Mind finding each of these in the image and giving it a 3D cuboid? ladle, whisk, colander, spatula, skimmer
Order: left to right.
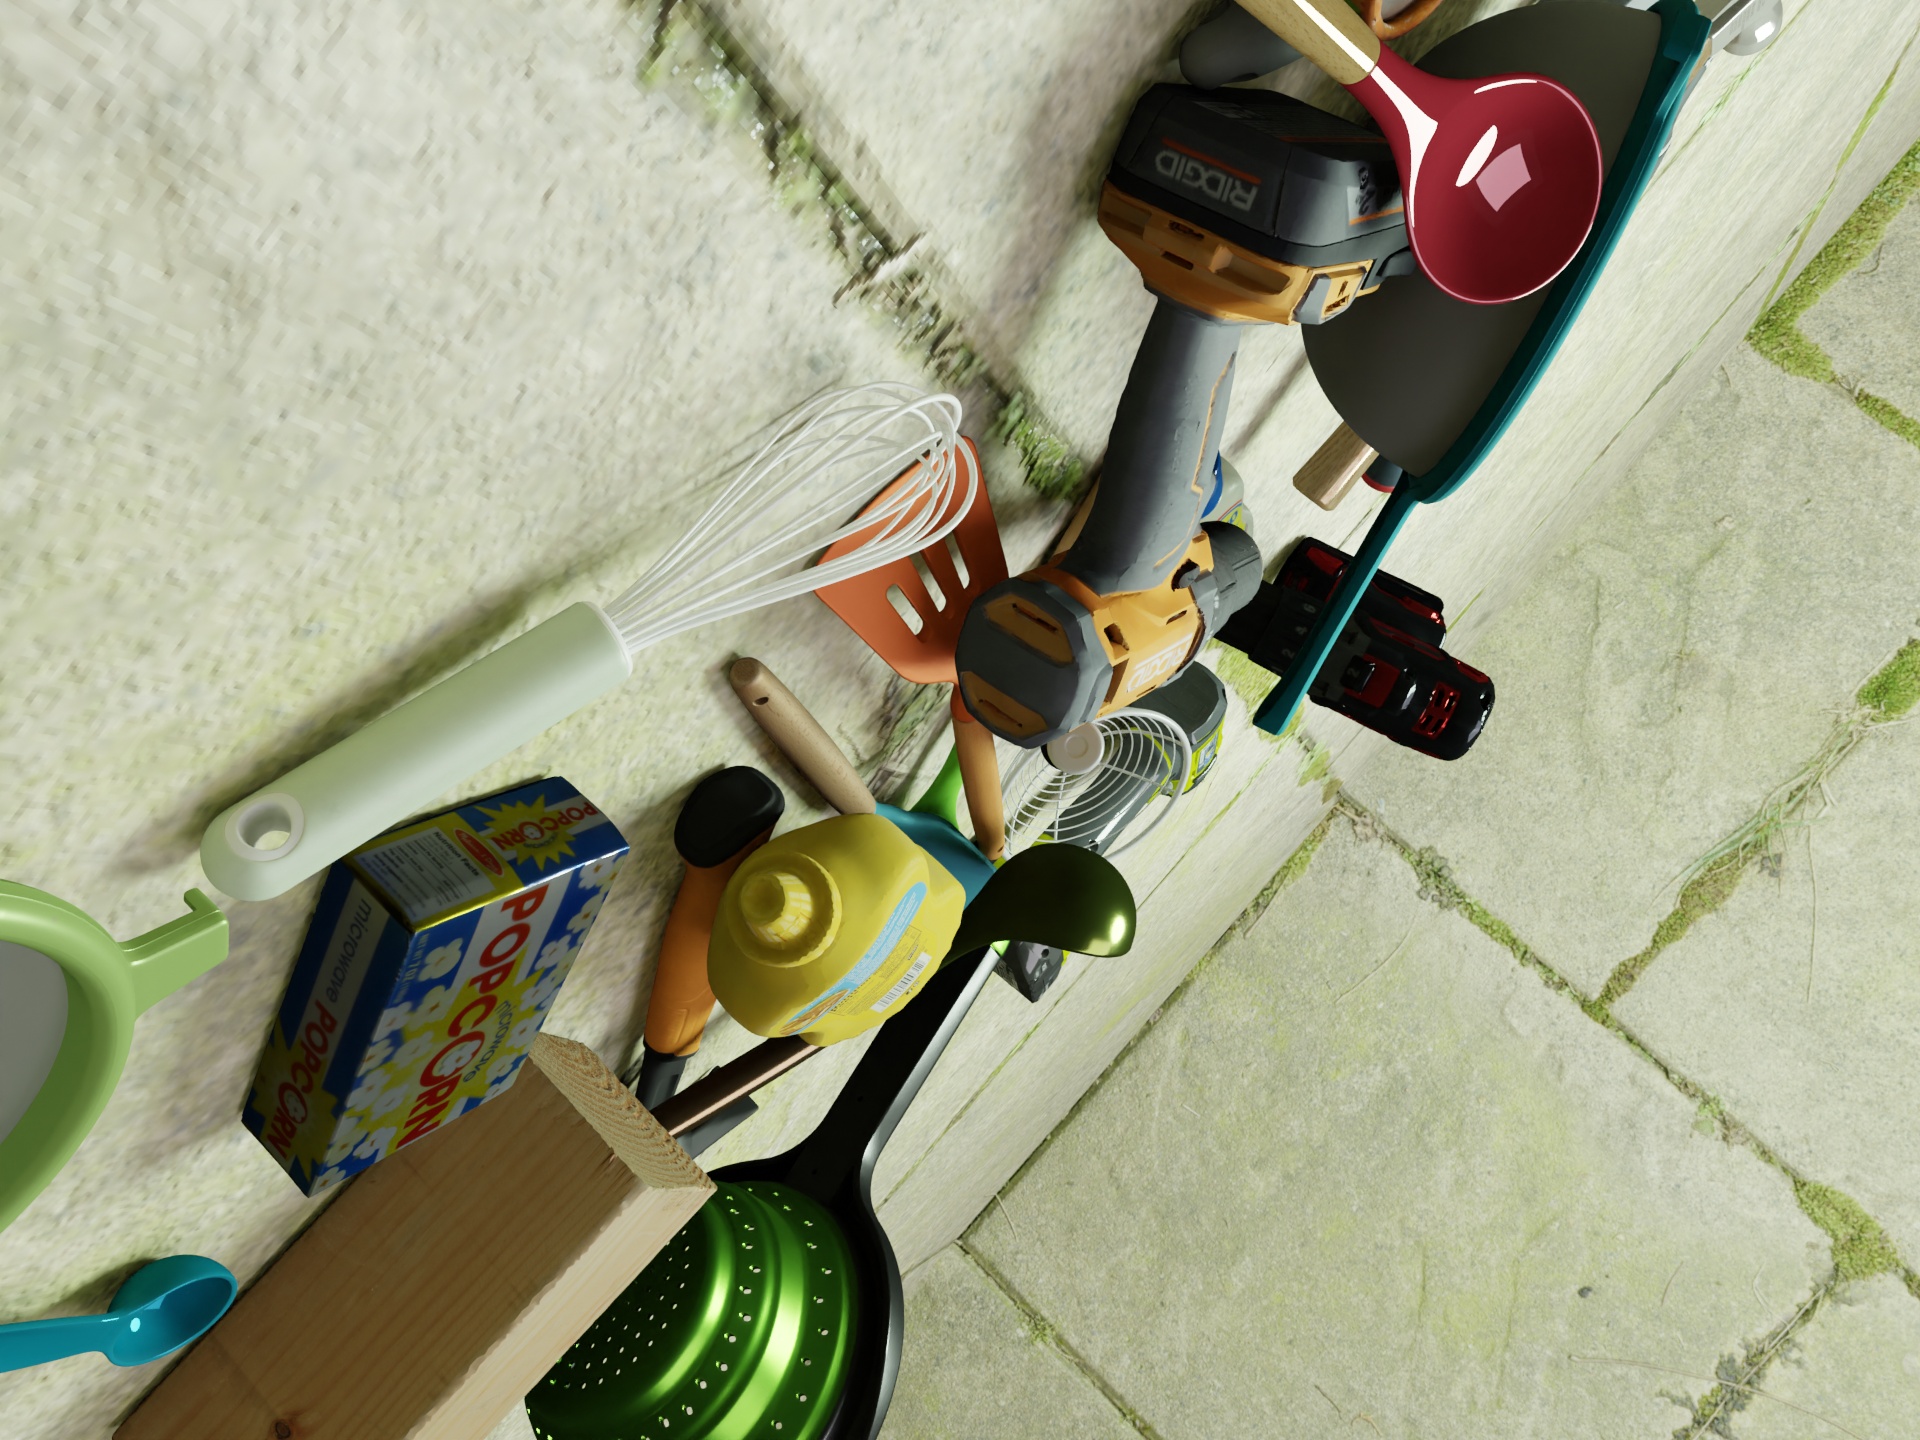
[{"bbox_3d":[-0.091,-0.026,0.438,0.246,0.058,0.059,-35,167,-24],"label":"whisk"},{"bbox_3d":[-0.094,0.219,0.764,0.397,0.205,0.094,-56,132,-25],"label":"colander"},{"bbox_3d":[-0.054,0.148,0.741,0.320,0.078,0.062,-29,124,-19],"label":"ladle"},{"bbox_3d":[-0.044,0.040,0.692,0.082,0.044,0.317,-24,159,2],"label":"spatula"},{"bbox_3d":[-0.001,-0.002,0.691,0.081,0.041,0.322,-45,160,-14],"label":"spatula"},{"bbox_3d":[0.069,0.038,0.791,0.127,0.090,0.363,-32,178,2],"label":"skimmer"},{"bbox_3d":[0.091,-0.183,0.417,0.315,0.031,0.069,11,115,-48],"label":"ladle"},{"bbox_3d":[0.158,-0.265,0.536,0.239,0.055,0.055,-36,159,-22],"label":"whisk"}]

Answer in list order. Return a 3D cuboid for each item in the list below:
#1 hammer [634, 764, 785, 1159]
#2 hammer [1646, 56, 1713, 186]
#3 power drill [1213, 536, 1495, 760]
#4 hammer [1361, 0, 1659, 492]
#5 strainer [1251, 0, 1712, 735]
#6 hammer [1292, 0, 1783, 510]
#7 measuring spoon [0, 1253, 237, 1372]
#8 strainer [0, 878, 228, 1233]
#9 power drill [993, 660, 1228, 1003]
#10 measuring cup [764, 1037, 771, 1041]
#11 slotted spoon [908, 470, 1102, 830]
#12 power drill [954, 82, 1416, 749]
[{"bbox_3d":[-0.122,0.131,0.723,0.127,0.034,0.336,-33,158,-38],"label":"hammer"},{"bbox_3d":[0.446,-0.382,1.001,0.149,0.036,0.408,-39,161,-32],"label":"hammer"},{"bbox_3d":[0.233,-0.057,1.010,0.080,0.188,0.227,-65,177,17],"label":"power drill"},{"bbox_3d":[0.288,-0.250,0.893,0.143,0.038,0.386,-39,161,-24],"label":"hammer"},{"bbox_3d":[0.175,-0.150,0.675,0.211,0.095,0.340,-60,176,-63],"label":"strainer"},{"bbox_3d":[0.283,-0.240,0.791,0.331,0.031,0.130,-51,161,17],"label":"hammer"},{"bbox_3d":[-0.281,0.182,0.485,0.042,0.021,0.128,-50,154,8],"label":"measuring spoon"},{"bbox_3d":[-0.235,0.051,0.208,0.151,0.069,0.256,-46,162,-1],"label":"strainer"},{"bbox_3d":[0.091,0.074,1.056,0.223,0.080,0.171,-48,163,-11],"label":"power drill"},{"bbox_3d":[-0.057,0.128,0.873,0.167,0.038,0.083,-29,154,-44],"label":"measuring cup"},{"bbox_3d":[0.017,-0.010,0.770,0.070,0.031,0.313,-4,134,-42],"label":"slotted spoon"},{"bbox_3d":[0.092,-0.109,0.592,0.185,0.084,0.226,-27,143,-51],"label":"power drill"}]
